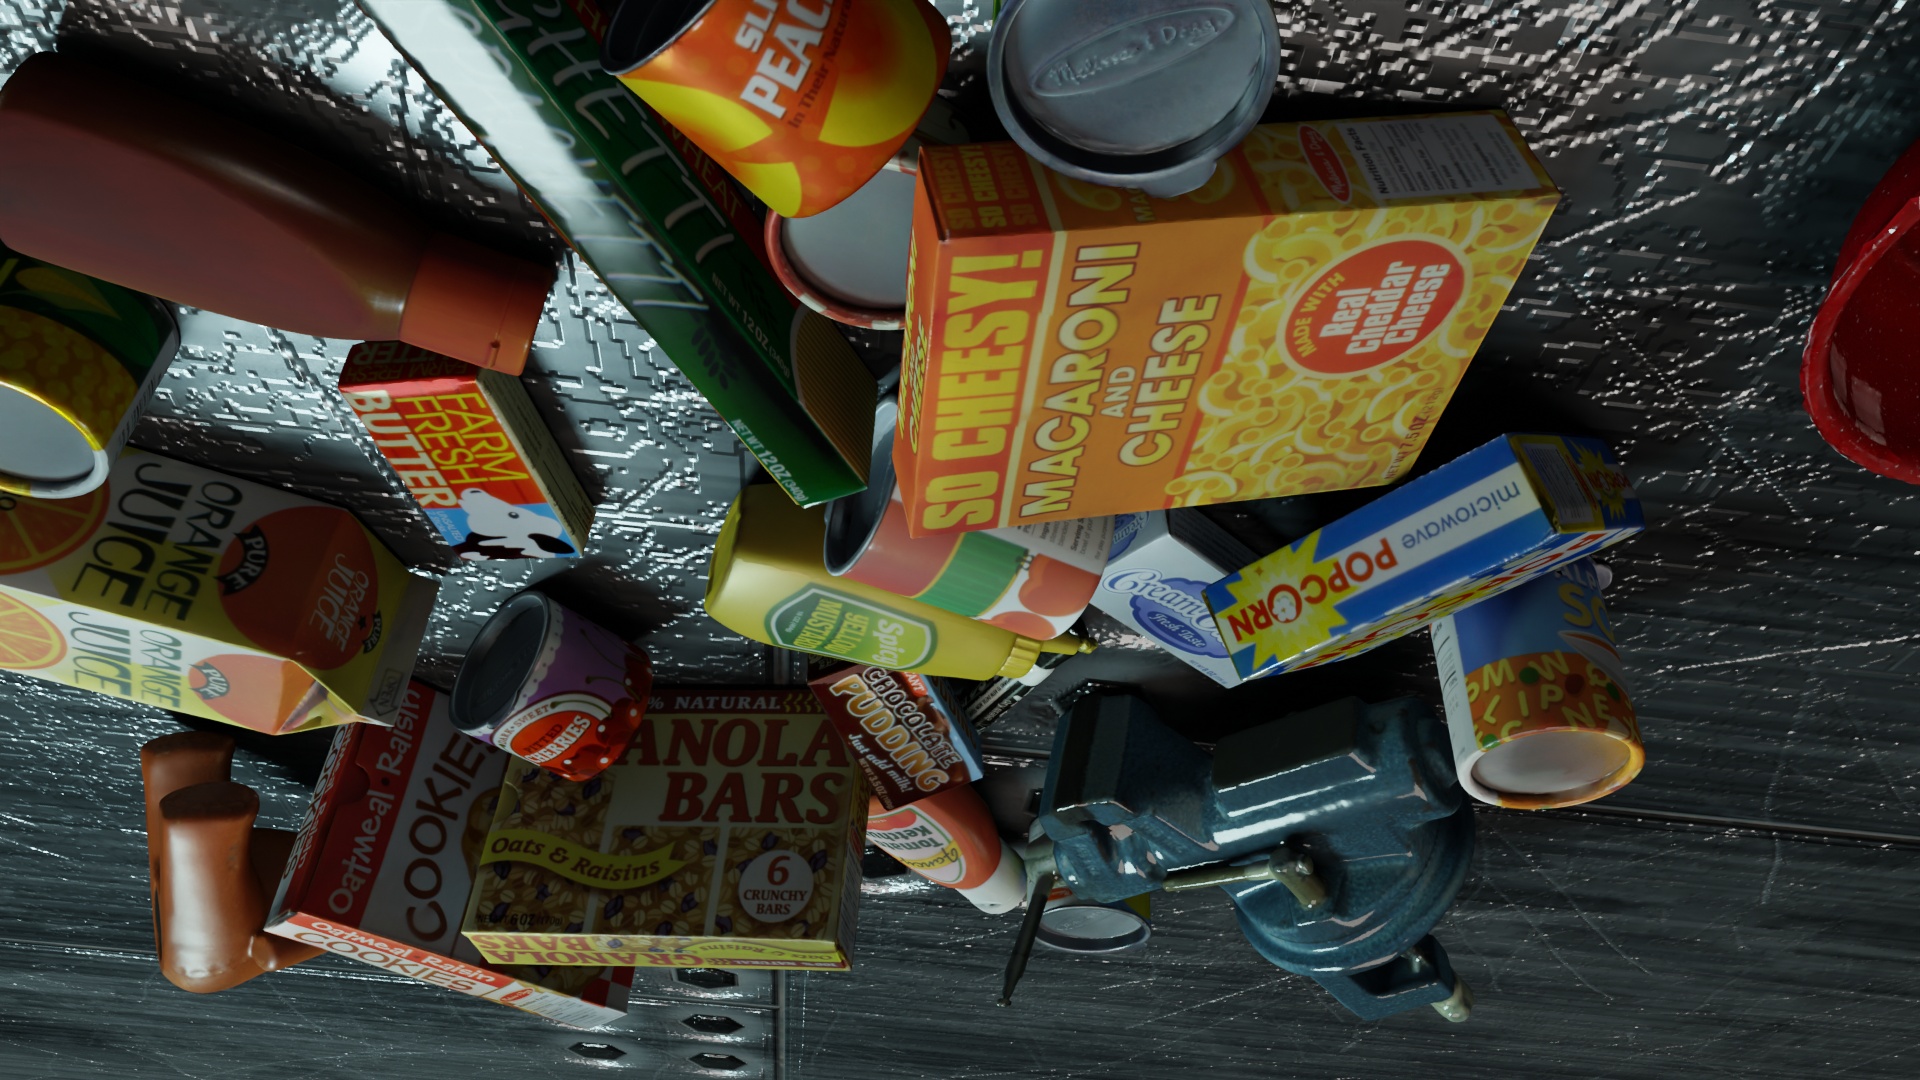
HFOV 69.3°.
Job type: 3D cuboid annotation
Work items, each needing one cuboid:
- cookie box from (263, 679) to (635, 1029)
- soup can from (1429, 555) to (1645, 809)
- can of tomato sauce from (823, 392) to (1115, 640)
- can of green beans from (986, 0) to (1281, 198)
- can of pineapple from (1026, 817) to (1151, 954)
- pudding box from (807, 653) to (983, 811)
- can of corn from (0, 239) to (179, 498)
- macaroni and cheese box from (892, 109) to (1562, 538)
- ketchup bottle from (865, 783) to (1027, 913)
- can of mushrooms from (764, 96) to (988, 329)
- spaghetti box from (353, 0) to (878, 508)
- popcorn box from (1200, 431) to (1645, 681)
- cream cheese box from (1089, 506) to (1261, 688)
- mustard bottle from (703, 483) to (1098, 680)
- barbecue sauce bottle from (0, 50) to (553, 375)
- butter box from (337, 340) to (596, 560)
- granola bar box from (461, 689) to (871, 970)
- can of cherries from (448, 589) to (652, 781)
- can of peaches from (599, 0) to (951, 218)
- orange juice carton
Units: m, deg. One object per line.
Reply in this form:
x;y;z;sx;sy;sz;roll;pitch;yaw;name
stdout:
-0.229;0.151;0.674;0.167;0.123;0.040;32;134;-32;cookie box
0.221;0.051;0.532;0.071;0.084;0.071;2;143;2;soup can
0.002;-0.006;0.491;0.083;0.071;0.071;19;140;-21;can of tomato sauce
0.040;-0.129;0.330;0.071;0.058;0.071;2;143;2;can of green beans
0.069;0.183;0.744;0.071;0.058;0.070;3;143;2;can of pineapple
-0.027;0.075;0.608;0.049;0.030;0.083;-21;121;9;pudding box
-0.307;-0.057;0.457;0.071;0.058;0.070;2;143;2;can of corn
0.067;-0.060;0.404;0.167;0.040;0.123;-6;144;-11;macaroni and cheese box
-0.011;0.149;0.719;0.064;0.044;0.148;-9;143;28;ketchup bottle
-0.025;-0.095;0.401;0.071;0.033;0.070;3;144;2;can of mushrooms
-0.094;-0.101;0.387;0.028;0.050;0.249;-15;139;21;spaghetti box
0.161;0.006;0.487;0.085;0.038;0.126;-4;158;-48;popcorn box
0.095;0.021;0.554;0.103;0.024;0.053;31;134;-32;cream cheese box
-0.017;0.024;0.547;0.160;0.049;0.065;16;143;-15;mustard bottle
-0.201;-0.090;0.417;0.148;0.044;0.064;18;141;-19;barbecue sauce bottle
-0.177;-0.032;0.508;0.053;0.024;0.103;-3;143;8;butter box
-0.127;0.128;0.633;0.165;0.125;0.038;-1;142;6;granola bar box
-0.176;0.065;0.598;0.071;0.072;0.058;-24;135;32;can of cherries
-0.043;-0.121;0.338;0.071;0.071;0.058;-25;135;33;can of peaches
-0.311;0.018;0.547;0.193;0.072;0.072;18;141;-18;orange juice carton
